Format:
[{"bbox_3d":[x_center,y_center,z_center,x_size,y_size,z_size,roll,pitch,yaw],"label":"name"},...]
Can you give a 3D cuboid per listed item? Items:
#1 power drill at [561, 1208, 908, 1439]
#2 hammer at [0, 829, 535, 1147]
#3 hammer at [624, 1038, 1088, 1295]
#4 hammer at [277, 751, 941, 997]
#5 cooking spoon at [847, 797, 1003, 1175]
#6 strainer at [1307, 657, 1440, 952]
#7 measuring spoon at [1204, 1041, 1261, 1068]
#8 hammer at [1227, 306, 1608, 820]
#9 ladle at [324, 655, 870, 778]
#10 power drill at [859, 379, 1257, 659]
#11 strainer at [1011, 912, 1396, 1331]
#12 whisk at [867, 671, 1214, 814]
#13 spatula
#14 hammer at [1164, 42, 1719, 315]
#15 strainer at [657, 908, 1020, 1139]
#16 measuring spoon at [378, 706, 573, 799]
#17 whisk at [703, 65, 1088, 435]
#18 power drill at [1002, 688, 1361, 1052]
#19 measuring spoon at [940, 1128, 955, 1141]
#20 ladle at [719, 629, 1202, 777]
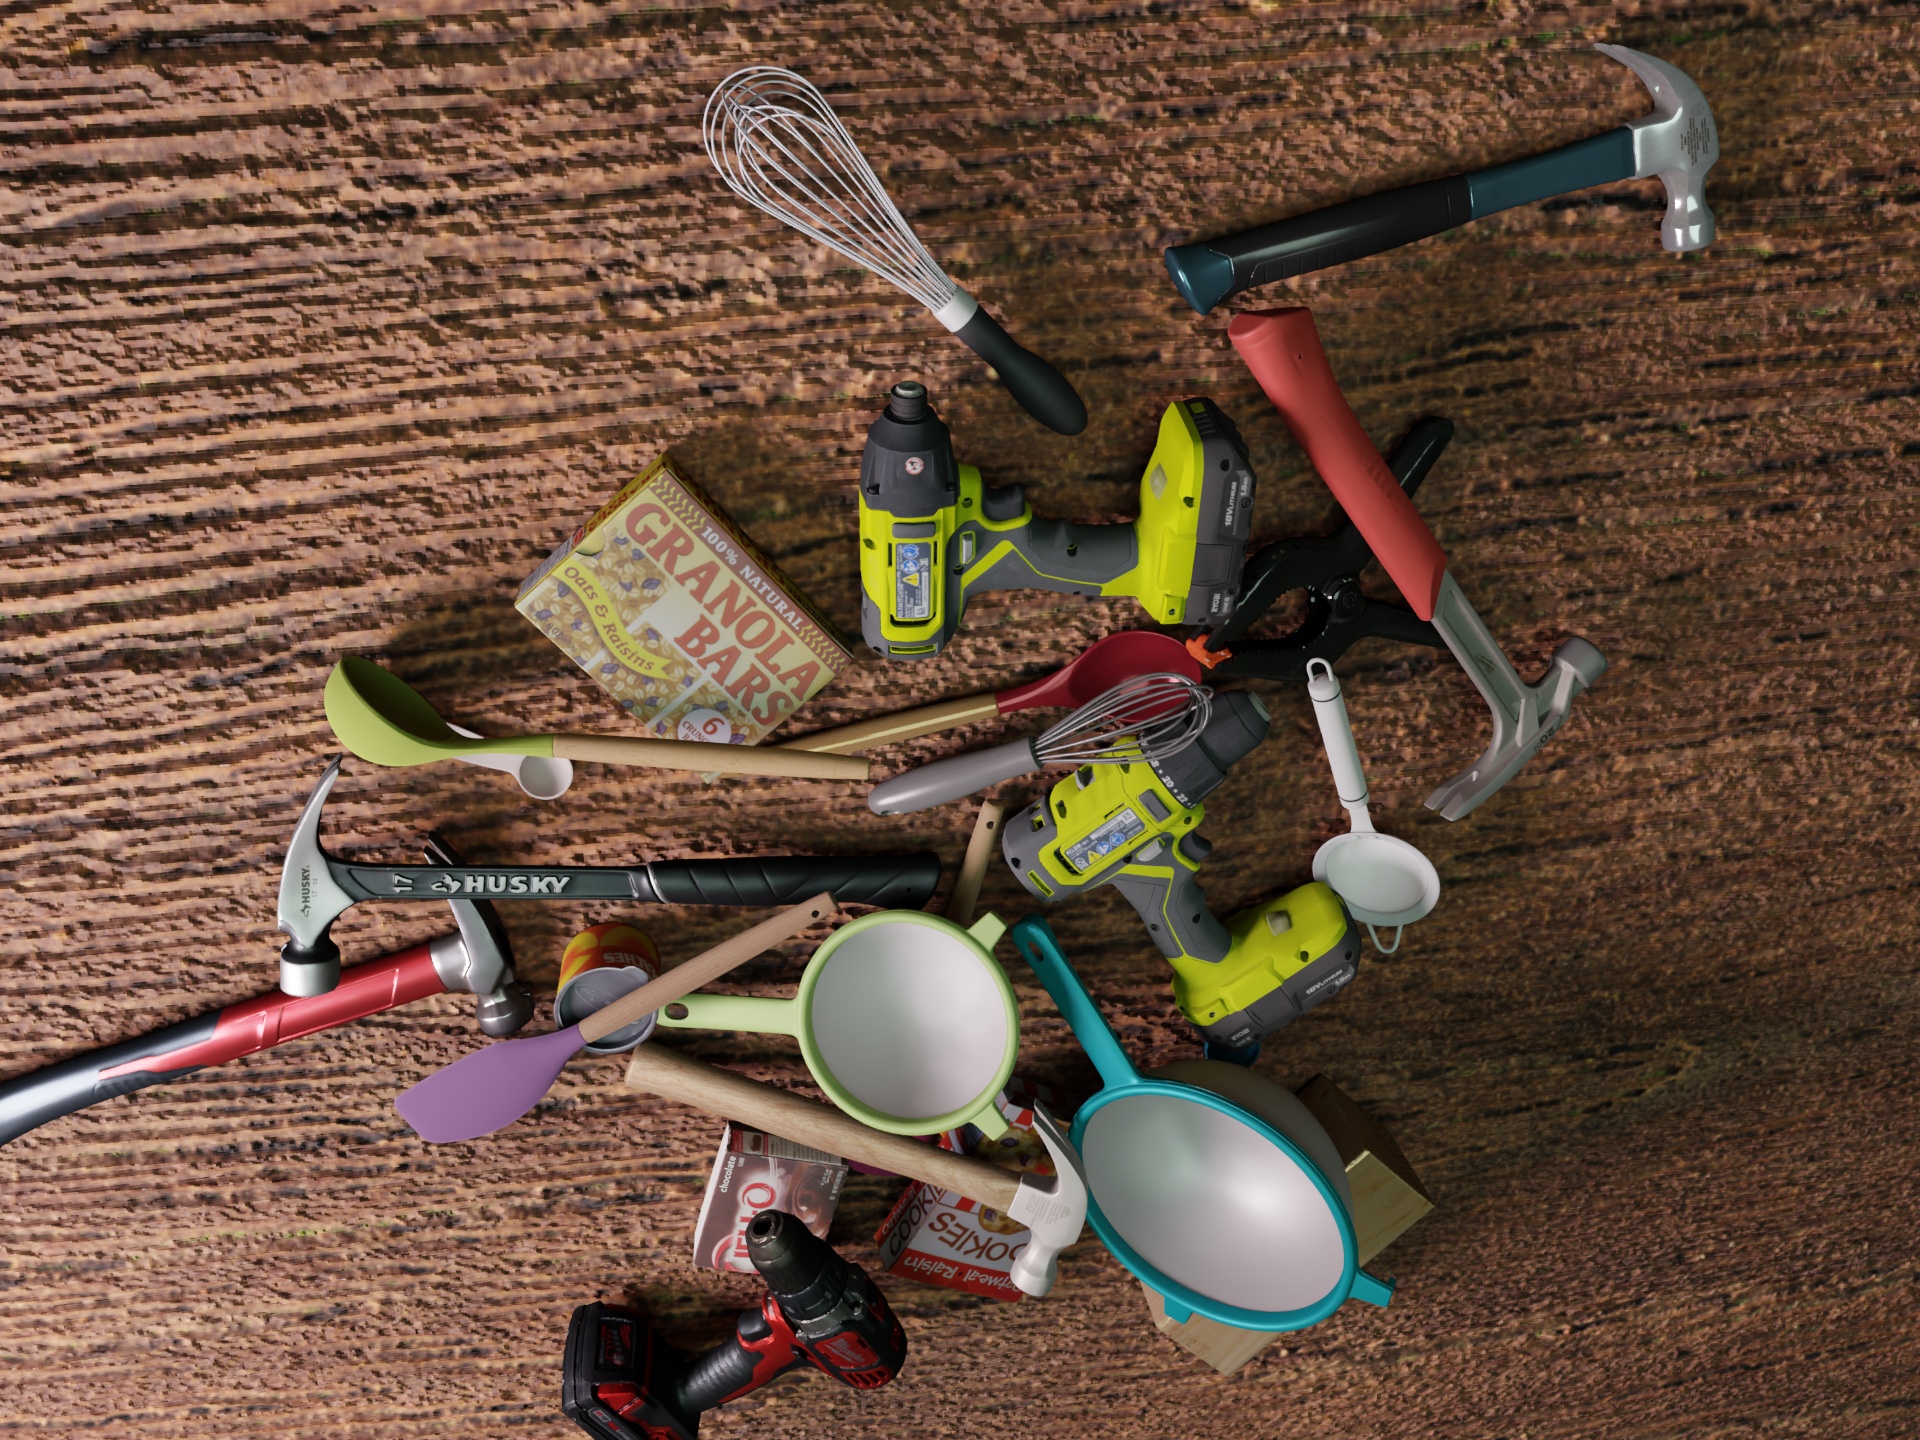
[{"bbox_3d":[-0.170,0.435,1.133,0.226,0.080,0.187,-22,127,9],"label":"power drill"},{"bbox_3d":[-0.484,0.192,1.024,0.386,0.038,0.143,-18,114,-1],"label":"hammer"},{"bbox_3d":[-0.069,0.286,1.094,0.331,0.031,0.130,20,106,-2],"label":"hammer"},{"bbox_3d":[-0.211,0.097,1.005,0.408,0.036,0.149,1,108,-18],"label":"hammer"},{"bbox_3d":[-0.020,0.195,1.112,0.068,0.017,0.318,11,113,-14],"label":"cooking spoon"},{"bbox_3d":[0.266,0.054,1.063,0.087,0.050,0.258,-1,133,29],"label":"strainer"},{"bbox_3d":[0.218,0.199,1.158,0.042,0.021,0.128,28,98,-17],"label":"measuring spoon"},{"bbox_3d":[0.264,-0.101,0.970,0.149,0.037,0.358,-44,117,-3],"label":"hammer"},{"bbox_3d":[-0.212,0.005,0.941,0.320,0.078,0.062,4,99,-3],"label":"ladle"},{"bbox_3d":[0.052,-0.122,0.936,0.223,0.080,0.171,-4,129,-7],"label":"power drill"},{"bbox_3d":[0.150,0.256,1.090,0.211,0.095,0.340,-26,100,43],"label":"strainer"},{"bbox_3d":[0.047,0.020,1.006,0.239,0.055,0.055,-18,117,20],"label":"whisk"},{"bbox_3d":[-0.216,0.188,1.011,0.316,0.018,0.059,-29,116,6],"label":"spatula"},{"bbox_3d":[0.282,-0.300,0.931,0.331,0.033,0.128,-16,116,-2],"label":"hammer"},{"bbox_3d":[-0.080,0.193,1.073,0.256,0.069,0.151,0,97,14],"label":"strainer"},{"bbox_3d":[-0.301,0.016,0.990,0.124,0.018,0.034,20,99,-10],"label":"measuring spoon"},{"bbox_3d":[-0.025,-0.253,0.891,0.284,0.070,0.070,38,103,-27],"label":"whisk"},{"bbox_3d":[0.166,0.098,1.060,0.190,0.080,0.228,-36,114,15],"label":"power drill"},{"bbox_3d":[-0.005,0.296,1.157,0.021,0.011,0.116,-36,127,0],"label":"measuring spoon"},{"bbox_3d":[-0.002,-0.003,1.022,0.315,0.031,0.069,-13,120,-1],"label":"ladle"}]
